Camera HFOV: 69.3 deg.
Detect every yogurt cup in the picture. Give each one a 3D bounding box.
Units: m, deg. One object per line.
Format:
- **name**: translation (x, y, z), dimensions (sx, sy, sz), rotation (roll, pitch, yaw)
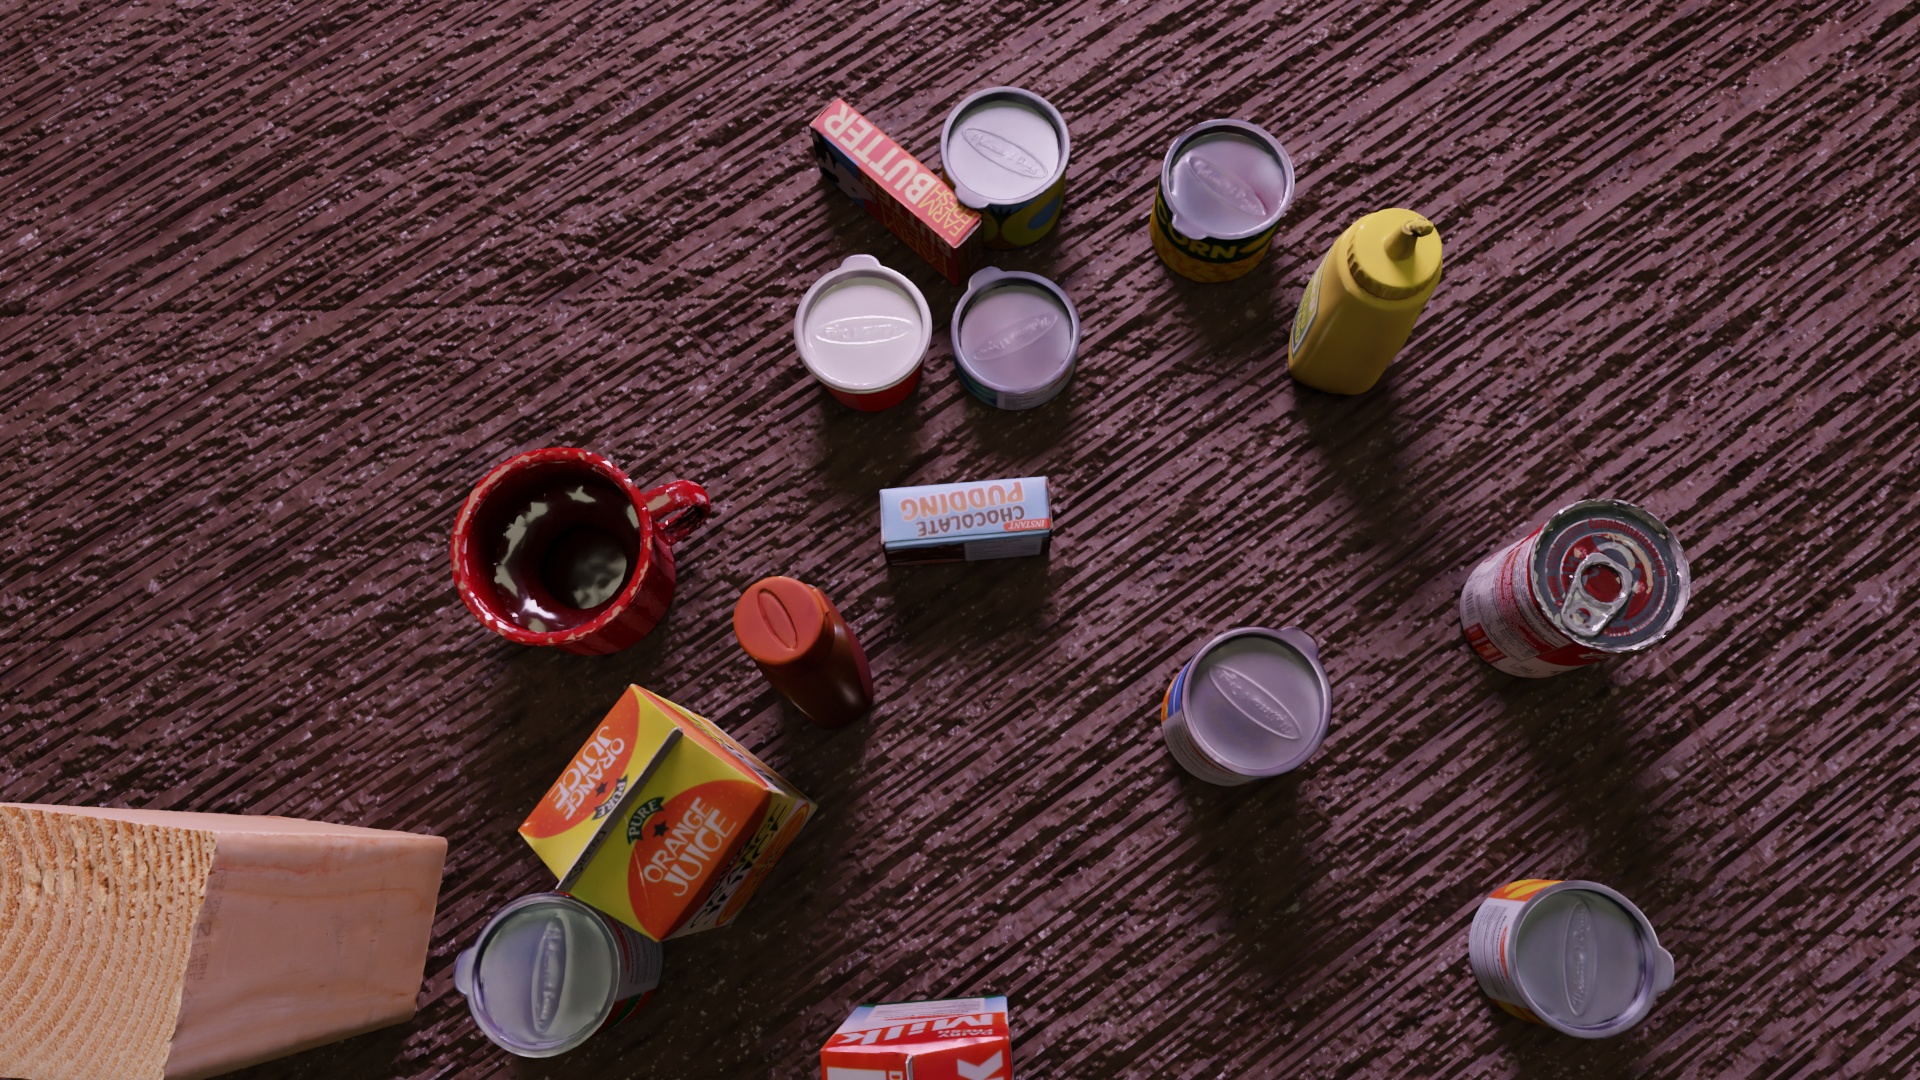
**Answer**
- **yogurt cup**: translation (-0.048, -0.099, 0.707), dimensions (0.072, 0.054, 0.072), rotation (0, 77, 1)

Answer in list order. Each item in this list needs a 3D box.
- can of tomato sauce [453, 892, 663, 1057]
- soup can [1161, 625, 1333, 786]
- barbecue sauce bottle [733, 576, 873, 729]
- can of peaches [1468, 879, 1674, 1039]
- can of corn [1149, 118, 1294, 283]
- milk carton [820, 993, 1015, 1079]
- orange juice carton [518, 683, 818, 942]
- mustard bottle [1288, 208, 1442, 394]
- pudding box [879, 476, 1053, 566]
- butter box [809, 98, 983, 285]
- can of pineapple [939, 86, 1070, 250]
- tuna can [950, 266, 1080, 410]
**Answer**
- **can of tomato sauce**: translation (-0.177, 0.192, 0.625), dimensions (0.071, 0.083, 0.071), rotation (0, 77, 1)
- **soup can**: translation (0.132, 0.077, 0.646), dimensions (0.071, 0.083, 0.071), rotation (0, 77, 1)
- **barbecue sauce bottle**: translation (-0.070, 0.047, 0.624), dimensions (0.044, 0.148, 0.065), rotation (-29, 78, -5)
- **can of peaches**: translation (0.274, 0.188, 0.629), dimensions (0.071, 0.058, 0.071), rotation (0, 77, 1)
- **can of corn**: translation (0.132, -0.172, 0.718), dimensions (0.071, 0.058, 0.071), rotation (0, 77, 1)
- **milk carton**: translation (-0.014, 0.231, 0.557), dimensions (0.073, 0.190, 0.072), rotation (-4, 77, 1)
- **orange juice carton**: translation (-0.120, 0.116, 0.586), dimensions (0.073, 0.192, 0.072), rotation (35, 80, 9)
- **mustard bottle**: translation (0.192, -0.118, 0.652), dimensions (0.049, 0.160, 0.065), rotation (14, 78, 5)
- **pudding box**: translation (0.002, -0.009, 0.687), dimensions (0.084, 0.049, 0.030), rotation (-5, 77, 0)
- **butter box**: translation (-0.032, -0.181, 0.727), dimensions (0.103, 0.053, 0.024), rotation (41, 81, 10)
- **can of pineapple**: translation (0.021, -0.192, 0.726), dimensions (0.071, 0.057, 0.071), rotation (0, 77, 1)
- **tuna can**: translation (0.027, -0.104, 0.718), dimensions (0.071, 0.032, 0.071), rotation (0, 77, 1)
